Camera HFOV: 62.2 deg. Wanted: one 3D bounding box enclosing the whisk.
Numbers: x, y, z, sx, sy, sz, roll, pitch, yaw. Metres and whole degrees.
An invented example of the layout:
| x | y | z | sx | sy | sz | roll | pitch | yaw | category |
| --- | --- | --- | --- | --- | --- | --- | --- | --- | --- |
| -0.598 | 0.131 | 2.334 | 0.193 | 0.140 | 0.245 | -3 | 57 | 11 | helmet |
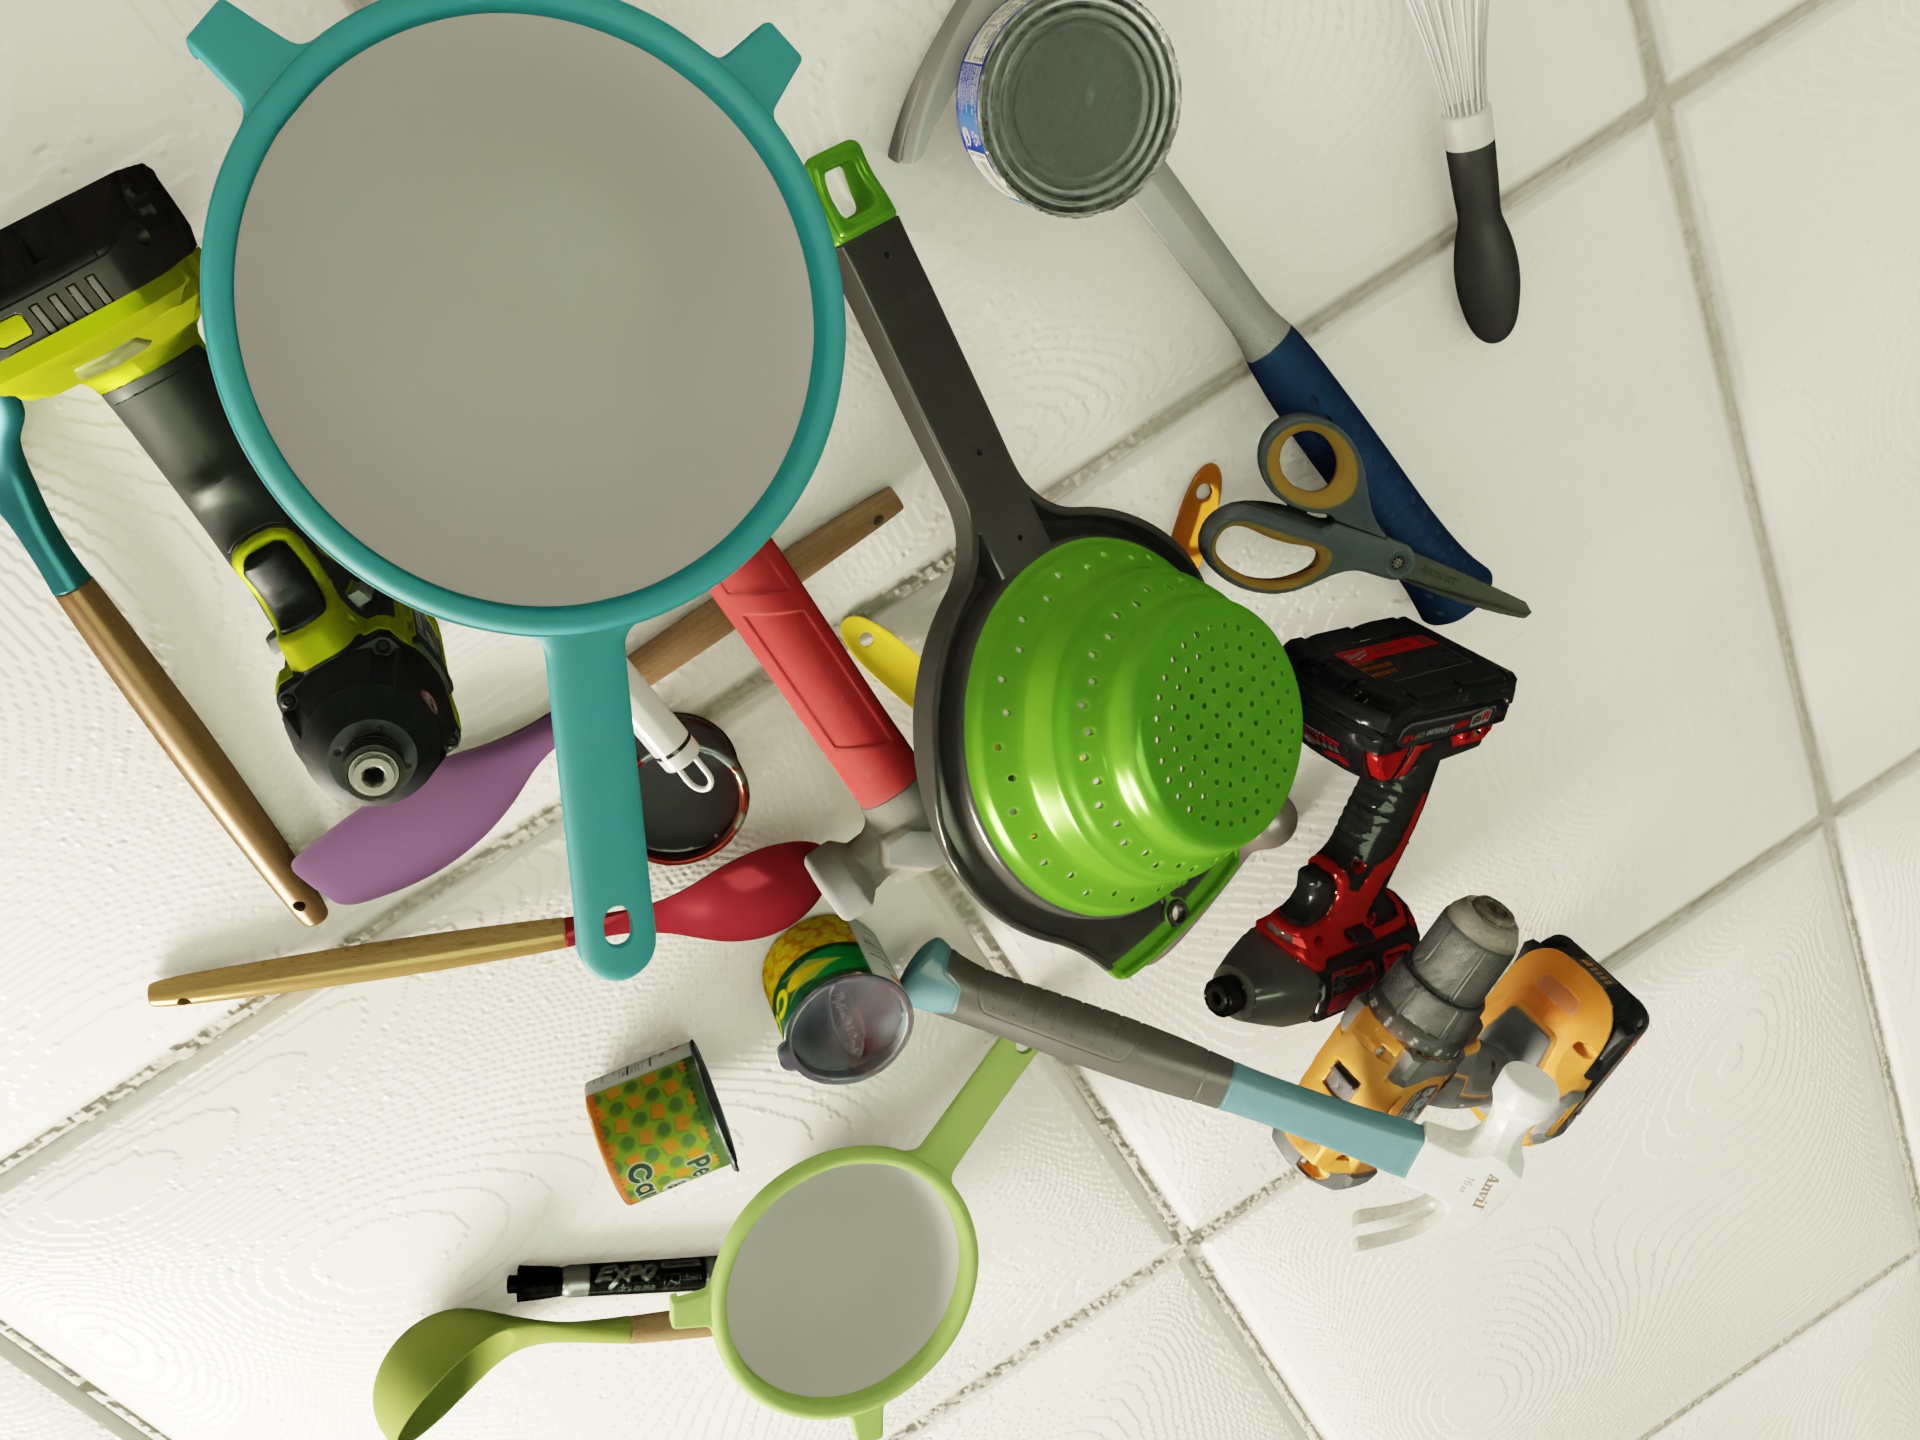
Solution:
| x | y | z | sx | sy | sz | roll | pitch | yaw | category |
| --- | --- | --- | --- | --- | --- | --- | --- | --- | --- |
| 0.222 | -0.295 | 0.706 | 0.070 | 0.070 | 0.284 | -27 | 125 | -6 | whisk |

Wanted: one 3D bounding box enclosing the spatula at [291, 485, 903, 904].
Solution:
| x | y | z | sx | sy | sz | roll | pitch | yaw | category |
| --- | --- | --- | --- | --- | --- | --- | --- | --- | --- |
| -0.158 | -0.012 | 0.723 | 0.316 | 0.018 | 0.059 | -35 | 141 | -2 | spatula |

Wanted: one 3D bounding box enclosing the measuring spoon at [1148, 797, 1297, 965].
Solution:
| x | y | z | sx | sy | sz | roll | pitch | yaw | category |
| --- | --- | --- | --- | --- | --- | --- | --- | --- | --- |
| 0.144 | 0.092 | 0.883 | 0.034 | 0.018 | 0.124 | 38 | 95 | -30 | measuring spoon |

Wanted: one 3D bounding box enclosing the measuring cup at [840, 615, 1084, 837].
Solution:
| x | y | z | sx | sy | sz | roll | pitch | yaw | category |
| --- | --- | --- | --- | --- | --- | --- | --- | --- | --- |
| -0.001 | -0.003 | 0.788 | 0.156 | 0.029 | 0.062 | 41 | 96 | -19 | measuring cup |

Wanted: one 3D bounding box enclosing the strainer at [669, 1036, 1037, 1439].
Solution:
| x | y | z | sx | sy | sz | roll | pitch | yaw | category |
| --- | --- | --- | --- | --- | --- | --- | --- | --- | --- |
| -0.039 | 0.255 | 0.880 | 0.151 | 0.069 | 0.256 | 42 | 79 | -22 | strainer |

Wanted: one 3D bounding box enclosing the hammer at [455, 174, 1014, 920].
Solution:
| x | y | z | sx | sy | sz | roll | pitch | yaw | category |
| --- | --- | --- | --- | --- | --- | --- | --- | --- | --- |
| -0.092 | -0.091 | 0.681 | 0.143 | 0.038 | 0.386 | -35 | 117 | -5 | hammer |

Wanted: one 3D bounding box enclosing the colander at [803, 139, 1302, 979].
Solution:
| x | y | z | sx | sy | sz | roll | pitch | yaw | category |
| --- | --- | --- | --- | --- | --- | --- | --- | --- | --- |
| 0.051 | -0.066 | 0.688 | 0.204 | 0.094 | 0.396 | -39 | 112 | -32 | colander |

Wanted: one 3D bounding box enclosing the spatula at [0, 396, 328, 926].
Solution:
| x | y | z | sx | sy | sz | roll | pitch | yaw | category |
| --- | --- | --- | --- | --- | --- | --- | --- | --- | --- |
| -0.342 | -0.027 | 0.632 | 0.082 | 0.044 | 0.317 | -21 | 123 | 2 | spatula |

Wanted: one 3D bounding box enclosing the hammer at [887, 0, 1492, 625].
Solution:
| x | y | z | sx | sy | sz | roll | pitch | yaw | category |
| --- | --- | --- | --- | --- | --- | --- | --- | --- | --- |
| 0.132 | -0.179 | 0.739 | 0.144 | 0.035 | 0.405 | -44 | 121 | 4 | hammer |

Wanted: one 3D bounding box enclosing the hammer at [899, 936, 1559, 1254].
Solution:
| x | y | z | sx | sy | sz | roll | pitch | yaw | category |
| --- | --- | --- | --- | --- | --- | --- | --- | --- | --- |
| 0.125 | 0.183 | 0.825 | 0.331 | 0.033 | 0.128 | 19 | 115 | 4 | hammer |

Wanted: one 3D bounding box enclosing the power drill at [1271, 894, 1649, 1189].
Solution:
| x | y | z | sx | sy | sz | roll | pitch | yaw | category |
| --- | --- | --- | --- | --- | --- | --- | --- | --- | --- |
| 0.297 | 0.173 | 0.902 | 0.226 | 0.084 | 0.185 | 3 | 124 | -40 | power drill |

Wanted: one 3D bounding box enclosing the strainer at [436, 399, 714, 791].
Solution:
| x | y | z | sx | sy | sz | roll | pitch | yaw | category |
| --- | --- | --- | --- | --- | --- | --- | --- | --- | --- |
| -0.180 | -0.062 | 0.659 | 0.087 | 0.050 | 0.258 | -24 | 119 | 23 | strainer |

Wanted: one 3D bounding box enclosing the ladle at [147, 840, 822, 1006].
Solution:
| x | y | z | sx | sy | sz | roll | pitch | yaw | category |
| --- | --- | --- | --- | --- | --- | --- | --- | --- | --- |
| -0.213 | 0.103 | 0.752 | 0.315 | 0.031 | 0.069 | -8 | 141 | -13 | ladle |

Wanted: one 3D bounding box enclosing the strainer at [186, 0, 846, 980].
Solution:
| x | y | z | sx | sy | sz | roll | pitch | yaw | category |
| --- | --- | --- | --- | --- | --- | --- | --- | --- | --- |
| -0.150 | -0.078 | 0.576 | 0.211 | 0.095 | 0.340 | -10 | 106 | -26 | strainer |

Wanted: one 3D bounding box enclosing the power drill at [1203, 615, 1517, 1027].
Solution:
| x | y | z | sx | sy | sz | roll | pitch | yaw | category |
| --- | --- | --- | --- | --- | --- | --- | --- | --- | --- |
| 0.201 | 0.064 | 0.842 | 0.143 | 0.079 | 0.219 | -12 | 124 | -35 | power drill |

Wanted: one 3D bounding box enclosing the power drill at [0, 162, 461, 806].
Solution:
| x | y | z | sx | sy | sz | roll | pitch | yaw | category |
| --- | --- | --- | --- | --- | --- | --- | --- | --- | --- |
| -0.259 | -0.076 | 0.569 | 0.080 | 0.171 | 0.223 | -32 | 118 | -7 | power drill |

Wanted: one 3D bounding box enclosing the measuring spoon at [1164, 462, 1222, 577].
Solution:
| x | y | z | sx | sy | sz | roll | pitch | yaw | category |
| --- | --- | --- | --- | --- | --- | --- | --- | --- | --- |
| 0.107 | -0.073 | 0.798 | 0.021 | 0.011 | 0.117 | 10 | 107 | -22 | measuring spoon |

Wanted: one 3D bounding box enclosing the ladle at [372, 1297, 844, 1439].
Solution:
| x | y | z | sx | sy | sz | roll | pitch | yaw | category |
| --- | --- | --- | --- | --- | --- | --- | --- | --- | --- |
| -0.155 | 0.346 | 0.878 | 0.320 | 0.062 | 0.078 | 3 | 137 | -25 | ladle |
